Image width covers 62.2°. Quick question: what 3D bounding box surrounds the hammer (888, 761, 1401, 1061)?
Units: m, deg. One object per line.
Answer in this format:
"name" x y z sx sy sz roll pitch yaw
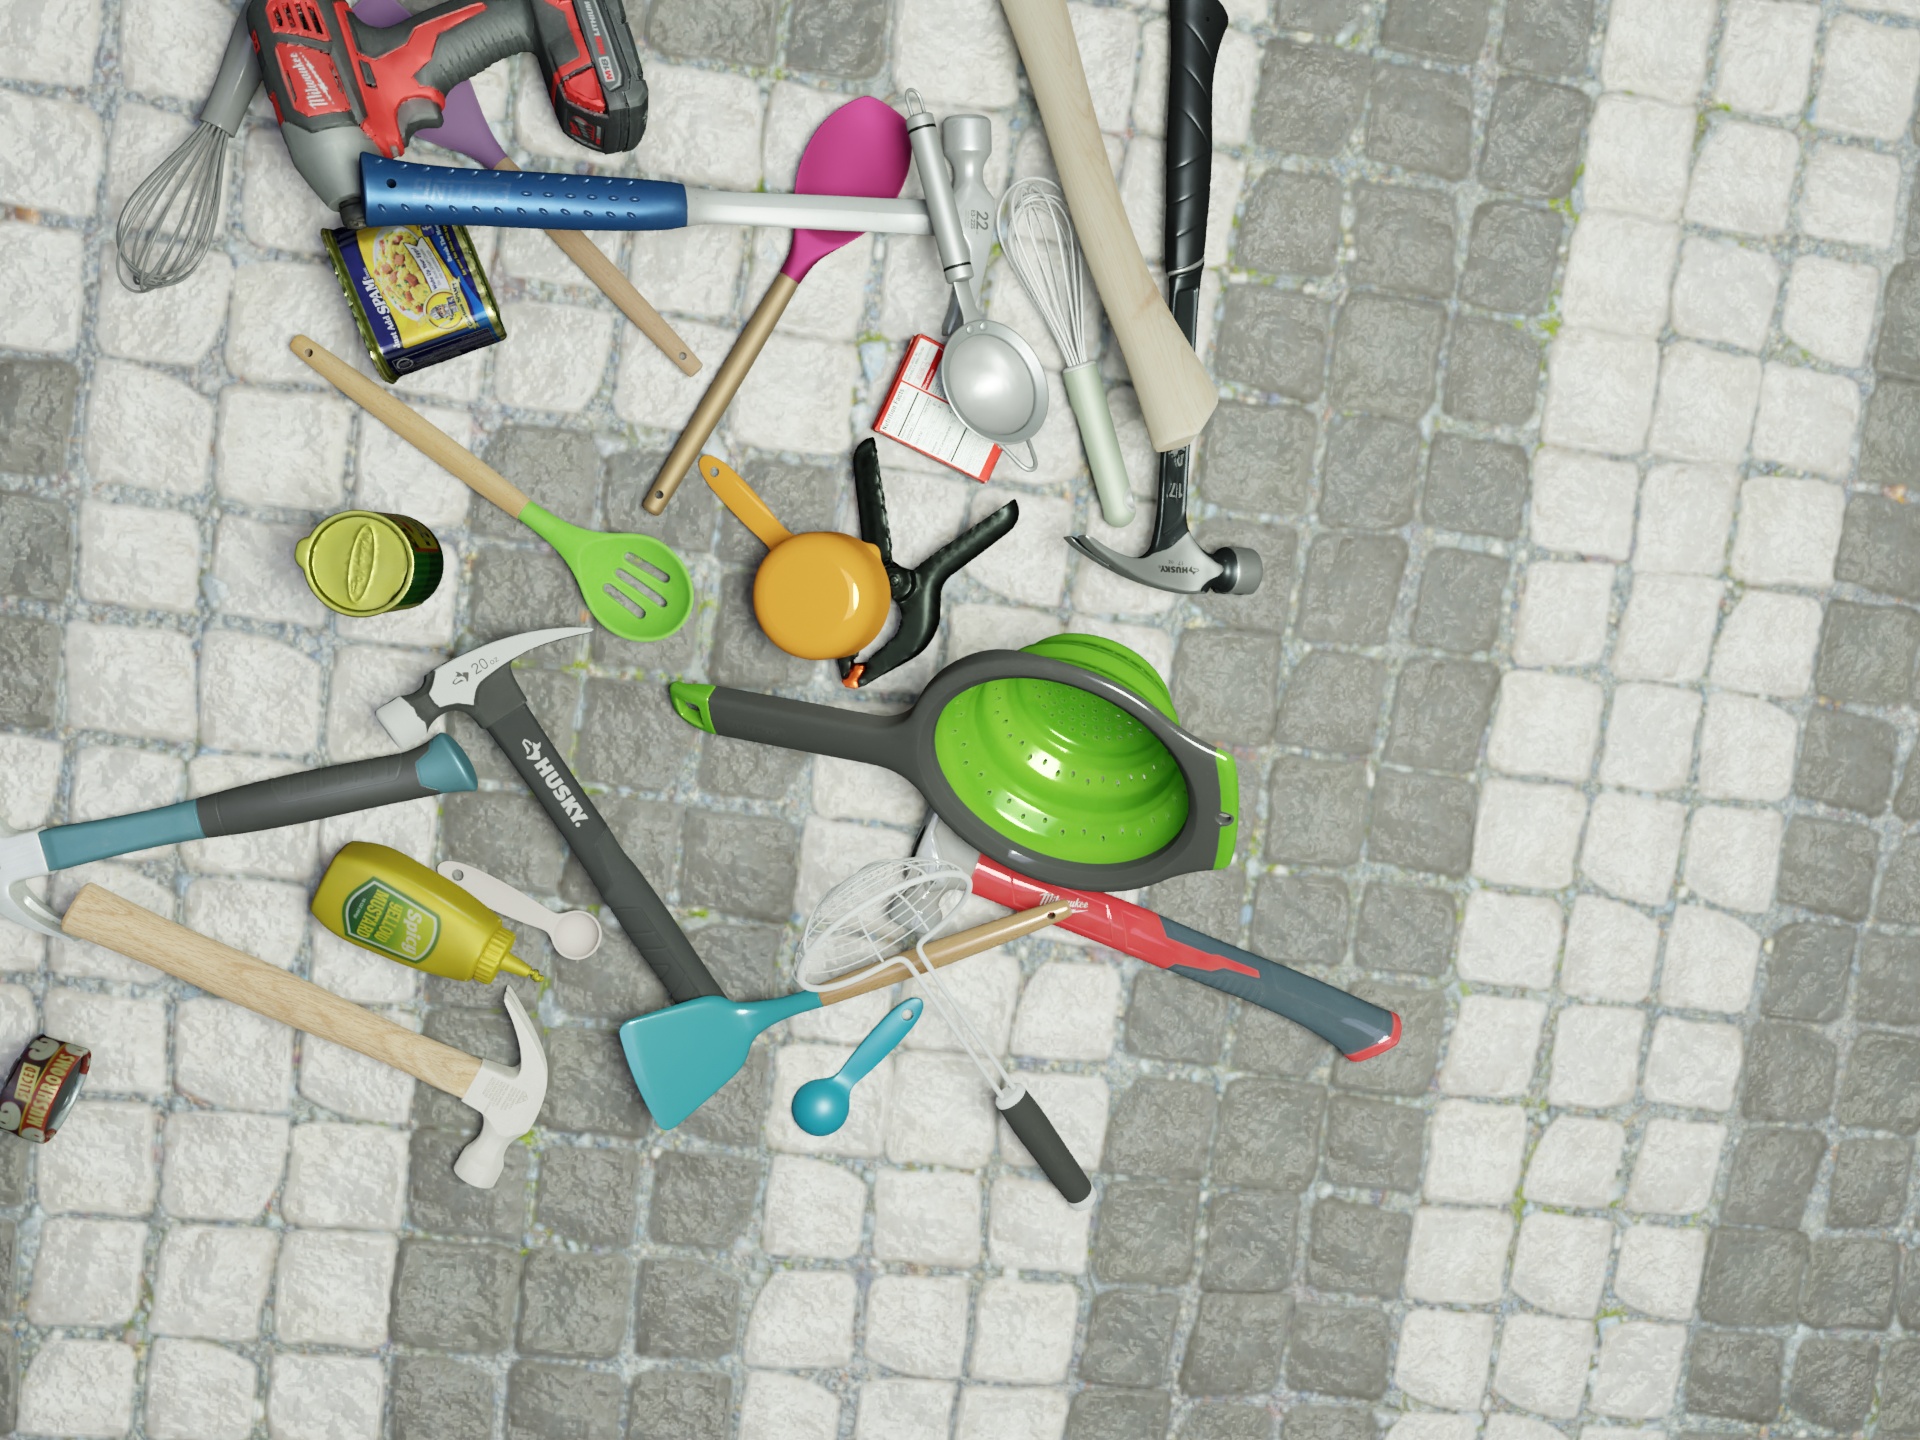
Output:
"hammer" 0.151 0.146 1.154 0.386 0.038 0.143 22 92 -9

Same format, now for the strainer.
"strainer" 0.001 -0.286 1.047 0.087 0.050 0.258 -20 99 -36

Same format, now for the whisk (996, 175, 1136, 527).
"whisk" 0.079 -0.252 1.100 0.059 0.058 0.246 -11 103 29

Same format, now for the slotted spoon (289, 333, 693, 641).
"slotted spoon" -0.313 -0.159 1.068 0.313 0.031 0.070 36 93 -8

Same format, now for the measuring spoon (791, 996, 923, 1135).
"measuring spoon" -0.071 0.250 1.146 0.042 0.021 0.128 42 91 -10

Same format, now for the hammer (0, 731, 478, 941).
"hammer" -0.495 0.061 1.068 0.331 0.033 0.128 -12 97 -6

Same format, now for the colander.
"colander" -0.002 -0.003 1.063 0.397 0.095 0.204 11 136 18

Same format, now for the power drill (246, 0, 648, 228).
"power drill" -0.314 -0.395 0.992 0.219 0.078 0.143 -17 92 -15

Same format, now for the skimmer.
"skimmer" 0.013 0.230 1.071 0.127 0.090 0.363 -33 117 -2

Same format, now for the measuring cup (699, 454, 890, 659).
"measuring cup" -0.124 -0.114 1.068 0.095 0.052 0.173 -43 88 13

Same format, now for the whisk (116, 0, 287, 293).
"whisk" -0.476 -0.380 1.013 0.055 0.055 0.239 24 89 -9

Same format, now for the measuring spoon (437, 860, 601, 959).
"measuring spoon" -0.307 0.129 1.111 0.124 0.018 0.034 27 88 -2

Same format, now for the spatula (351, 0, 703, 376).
"spatula" -0.288 -0.347 1.054 0.060 0.018 0.316 -44 98 2

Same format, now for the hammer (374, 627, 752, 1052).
"hammer" -0.241 0.090 1.090 0.146 0.035 0.334 -36 105 -20

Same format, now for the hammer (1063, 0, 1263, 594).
"hammer" 0.148 -0.292 1.092 0.149 0.036 0.409 1 93 -27

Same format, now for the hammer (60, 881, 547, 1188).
"hammer" -0.434 0.194 1.073 0.331 0.031 0.130 30 90 -17

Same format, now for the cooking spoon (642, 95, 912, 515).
"cooking spoon" -0.130 -0.278 1.081 0.068 0.017 0.319 31 92 -13

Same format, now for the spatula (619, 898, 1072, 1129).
"spatula" -0.072 0.186 1.096 0.317 0.044 0.082 -20 99 0

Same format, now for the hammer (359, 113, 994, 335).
"hammer" -0.164 -0.321 1.011 0.405 0.035 0.144 -5 99 -23

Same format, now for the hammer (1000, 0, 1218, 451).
"hammer" 0.069 -0.371 1.042 0.146 0.038 0.411 -17 86 -5
